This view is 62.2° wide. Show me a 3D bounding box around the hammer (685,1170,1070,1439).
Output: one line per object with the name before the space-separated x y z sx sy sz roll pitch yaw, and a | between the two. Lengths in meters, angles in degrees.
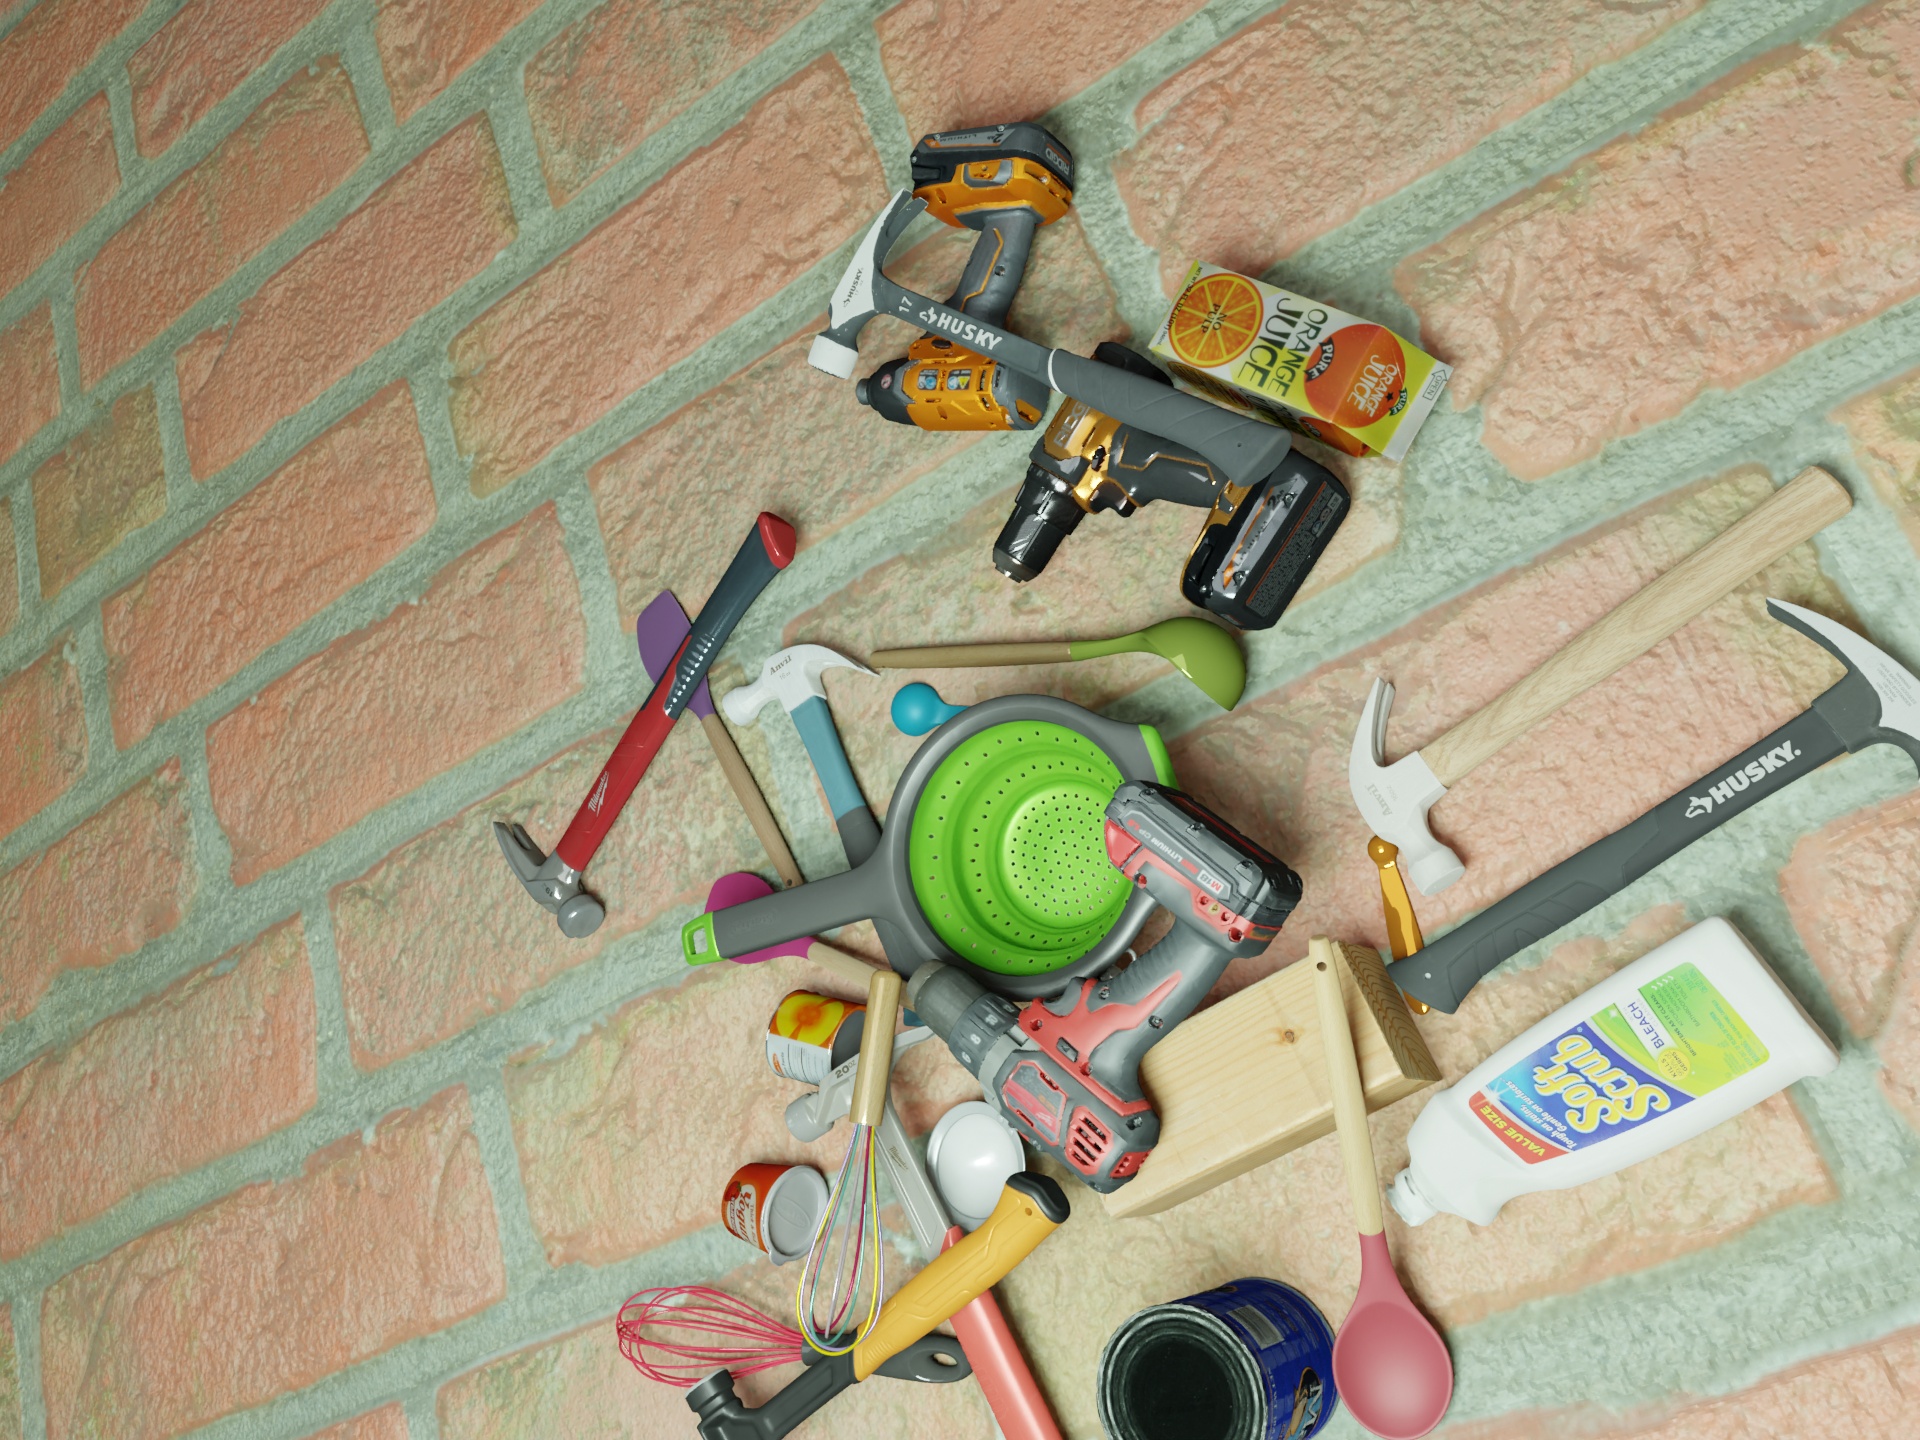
hammer | -0.047 0.410 1.043 0.337 0.034 0.127 -46 68 21

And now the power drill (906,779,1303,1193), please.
power drill | 0.080 0.147 0.973 0.188 0.080 0.226 37 101 30

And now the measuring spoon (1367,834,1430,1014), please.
measuring spoon | 0.277 0.128 1.004 0.021 0.011 0.117 -18 70 26

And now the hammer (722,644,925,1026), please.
hammer | -0.079 0.085 1.212 0.128 0.033 0.331 -34 64 21

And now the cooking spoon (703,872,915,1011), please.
cooking spoon | -0.091 0.179 1.178 0.319 0.017 0.069 16 88 43

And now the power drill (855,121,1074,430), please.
power drill | -0.001 -0.336 1.236 0.164 0.084 0.226 6 85 33

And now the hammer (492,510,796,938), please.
hammer | -0.259 -0.013 1.319 0.143 0.038 0.386 43 106 34

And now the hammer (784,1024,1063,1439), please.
hammer | 0.013 0.383 1.050 0.149 0.036 0.359 -35 73 25

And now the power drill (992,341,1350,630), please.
power drill | 0.133 -0.145 1.114 0.226 0.084 0.185 38 99 36

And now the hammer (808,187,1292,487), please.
hammer | 0.057 -0.256 1.115 0.409 0.036 0.149 31 103 34

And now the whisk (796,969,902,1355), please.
whisk | -0.070 0.285 1.038 0.047 0.051 0.245 -5 71 45

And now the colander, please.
colander | -0.015 0.113 1.123 0.397 0.094 0.205 -19 74 23

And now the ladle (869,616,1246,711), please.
ladle | 0.058 -0.038 1.147 0.320 0.078 0.062 -1 70 37

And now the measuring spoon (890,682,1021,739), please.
measuring spoon | -0.002 -0.004 1.191 0.129 0.021 0.042 10 84 33

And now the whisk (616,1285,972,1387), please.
whisk | -0.126 0.449 1.144 0.296 0.073 0.073 -5 76 23

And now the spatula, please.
spatula | -0.198 0.020 1.304 0.059 0.018 0.316 -43 60 19

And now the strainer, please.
strainer | 0.049 0.252 1.071 0.087 0.050 0.258 48 115 36

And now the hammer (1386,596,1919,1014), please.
hammer | 0.397 0.067 0.931 0.334 0.035 0.146 -37 64 17

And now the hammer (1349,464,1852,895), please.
hammer | 0.381 -0.039 0.967 0.331 0.031 0.130 -39 59 16

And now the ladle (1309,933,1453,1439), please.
ladle | 0.231 0.271 0.917 0.069 0.031 0.315 -9 103 17
